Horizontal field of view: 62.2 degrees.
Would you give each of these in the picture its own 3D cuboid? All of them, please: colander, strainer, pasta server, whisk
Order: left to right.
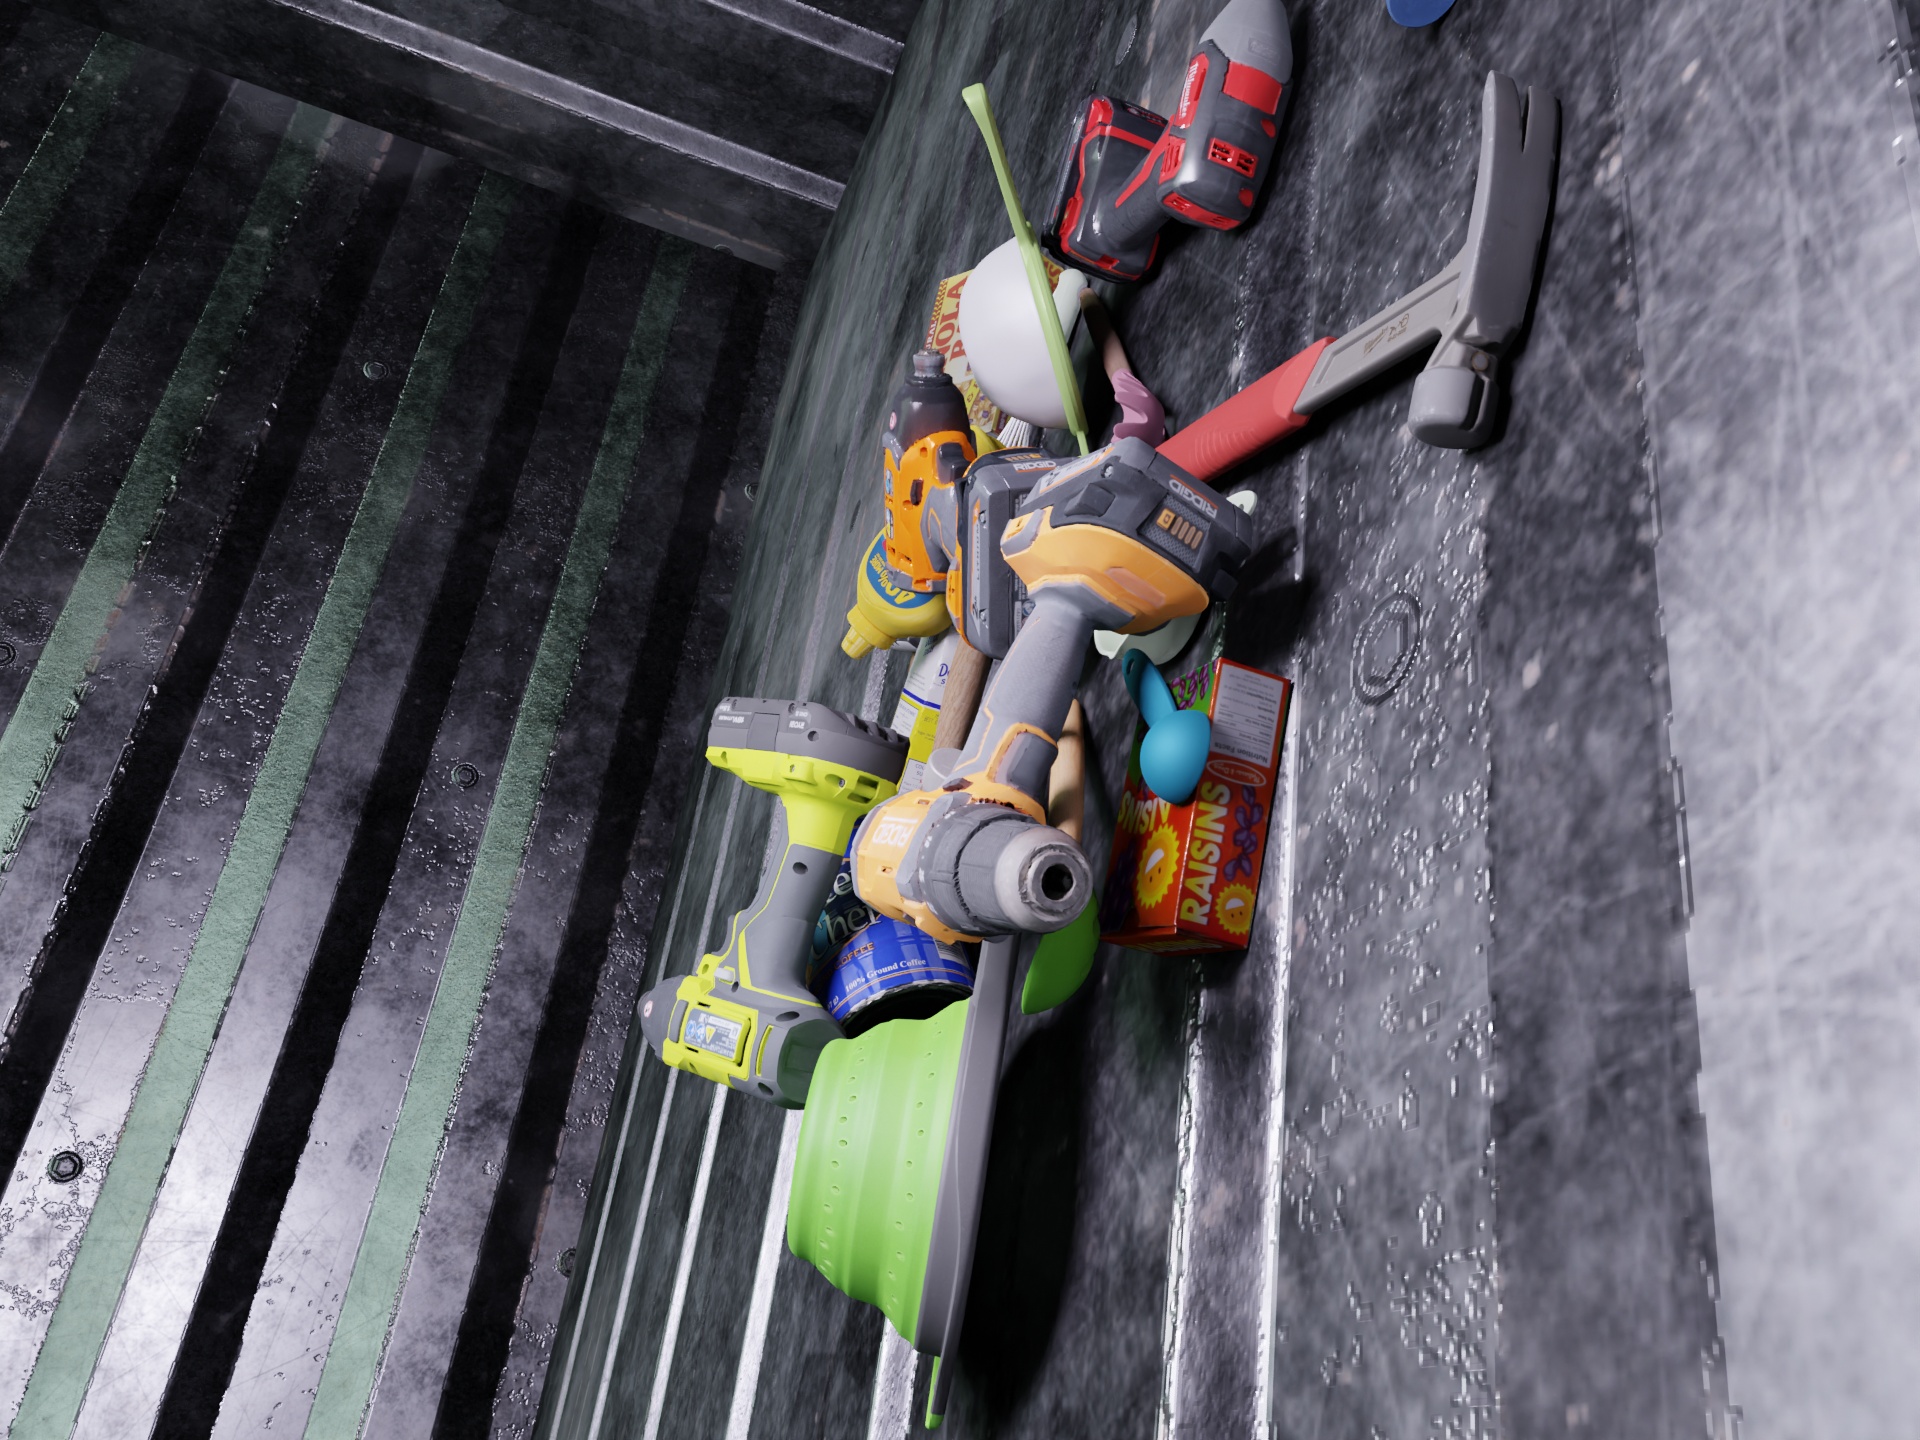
[{"bbox_3d":[-0.021,0.145,0.816,0.204,0.094,0.397,-11,-70,-88],"label":"colander"},{"bbox_3d":[0.022,-0.295,1.060,0.152,0.069,0.256,-99,-10,-45],"label":"strainer"},{"bbox_3d":[0.047,-0.234,1.232,0.057,0.059,0.246,21,-90,-77],"label":"whisk"},{"bbox_3d":[0.097,-0.238,1.060,0.316,0.040,0.060,-96,15,-58],"label":"pasta server"}]

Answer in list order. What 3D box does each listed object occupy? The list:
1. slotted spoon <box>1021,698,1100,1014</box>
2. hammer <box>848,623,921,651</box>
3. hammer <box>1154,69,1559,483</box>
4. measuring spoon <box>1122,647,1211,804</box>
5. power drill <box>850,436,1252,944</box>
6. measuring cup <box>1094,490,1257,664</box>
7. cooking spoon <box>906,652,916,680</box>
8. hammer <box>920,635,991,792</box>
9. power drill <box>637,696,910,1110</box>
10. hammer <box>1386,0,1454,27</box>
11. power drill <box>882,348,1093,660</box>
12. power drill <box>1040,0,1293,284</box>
[{"bbox_3d":[0.055,0.053,0.824,0.314,0.031,0.070,-79,2,-66],"label":"slotted spoon"},{"bbox_3d":[-0.006,-0.222,1.391,0.127,0.034,0.337,8,79,56],"label":"hammer"},{"bbox_3d":[0.153,-0.160,0.766,0.359,0.036,0.149,160,125,-72],"label":"hammer"},{"bbox_3d":[0.083,-0.006,0.723,0.129,0.021,0.042,-107,37,-63],"label":"measuring spoon"},{"bbox_3d":[0.041,-0.007,0.688,0.226,0.084,0.185,-62,16,-11],"label":"power drill"},{"bbox_3d":[0.119,-0.077,0.805,0.167,0.038,0.083,146,138,-65],"label":"measuring cup"},{"bbox_3d":[-0.021,-0.115,1.405,0.069,0.017,0.319,-20,54,60],"label":"cooking spoon"},{"bbox_3d":[-0.002,-0.003,1.011,0.331,0.031,0.130,-76,5,-58],"label":"hammer"},{"bbox_3d":[-0.120,0.104,0.950,0.171,0.080,0.223,4,76,48],"label":"power drill"},{"bbox_3d":[0.220,-0.487,0.874,0.406,0.035,0.144,-89,21,-46],"label":"hammer"},{"bbox_3d":[0.008,-0.141,1.012,0.227,0.084,0.164,-135,41,-61],"label":"power drill"},{"bbox_3d":[0.133,-0.361,0.992,0.220,0.078,0.143,-172,98,-73],"label":"power drill"}]
